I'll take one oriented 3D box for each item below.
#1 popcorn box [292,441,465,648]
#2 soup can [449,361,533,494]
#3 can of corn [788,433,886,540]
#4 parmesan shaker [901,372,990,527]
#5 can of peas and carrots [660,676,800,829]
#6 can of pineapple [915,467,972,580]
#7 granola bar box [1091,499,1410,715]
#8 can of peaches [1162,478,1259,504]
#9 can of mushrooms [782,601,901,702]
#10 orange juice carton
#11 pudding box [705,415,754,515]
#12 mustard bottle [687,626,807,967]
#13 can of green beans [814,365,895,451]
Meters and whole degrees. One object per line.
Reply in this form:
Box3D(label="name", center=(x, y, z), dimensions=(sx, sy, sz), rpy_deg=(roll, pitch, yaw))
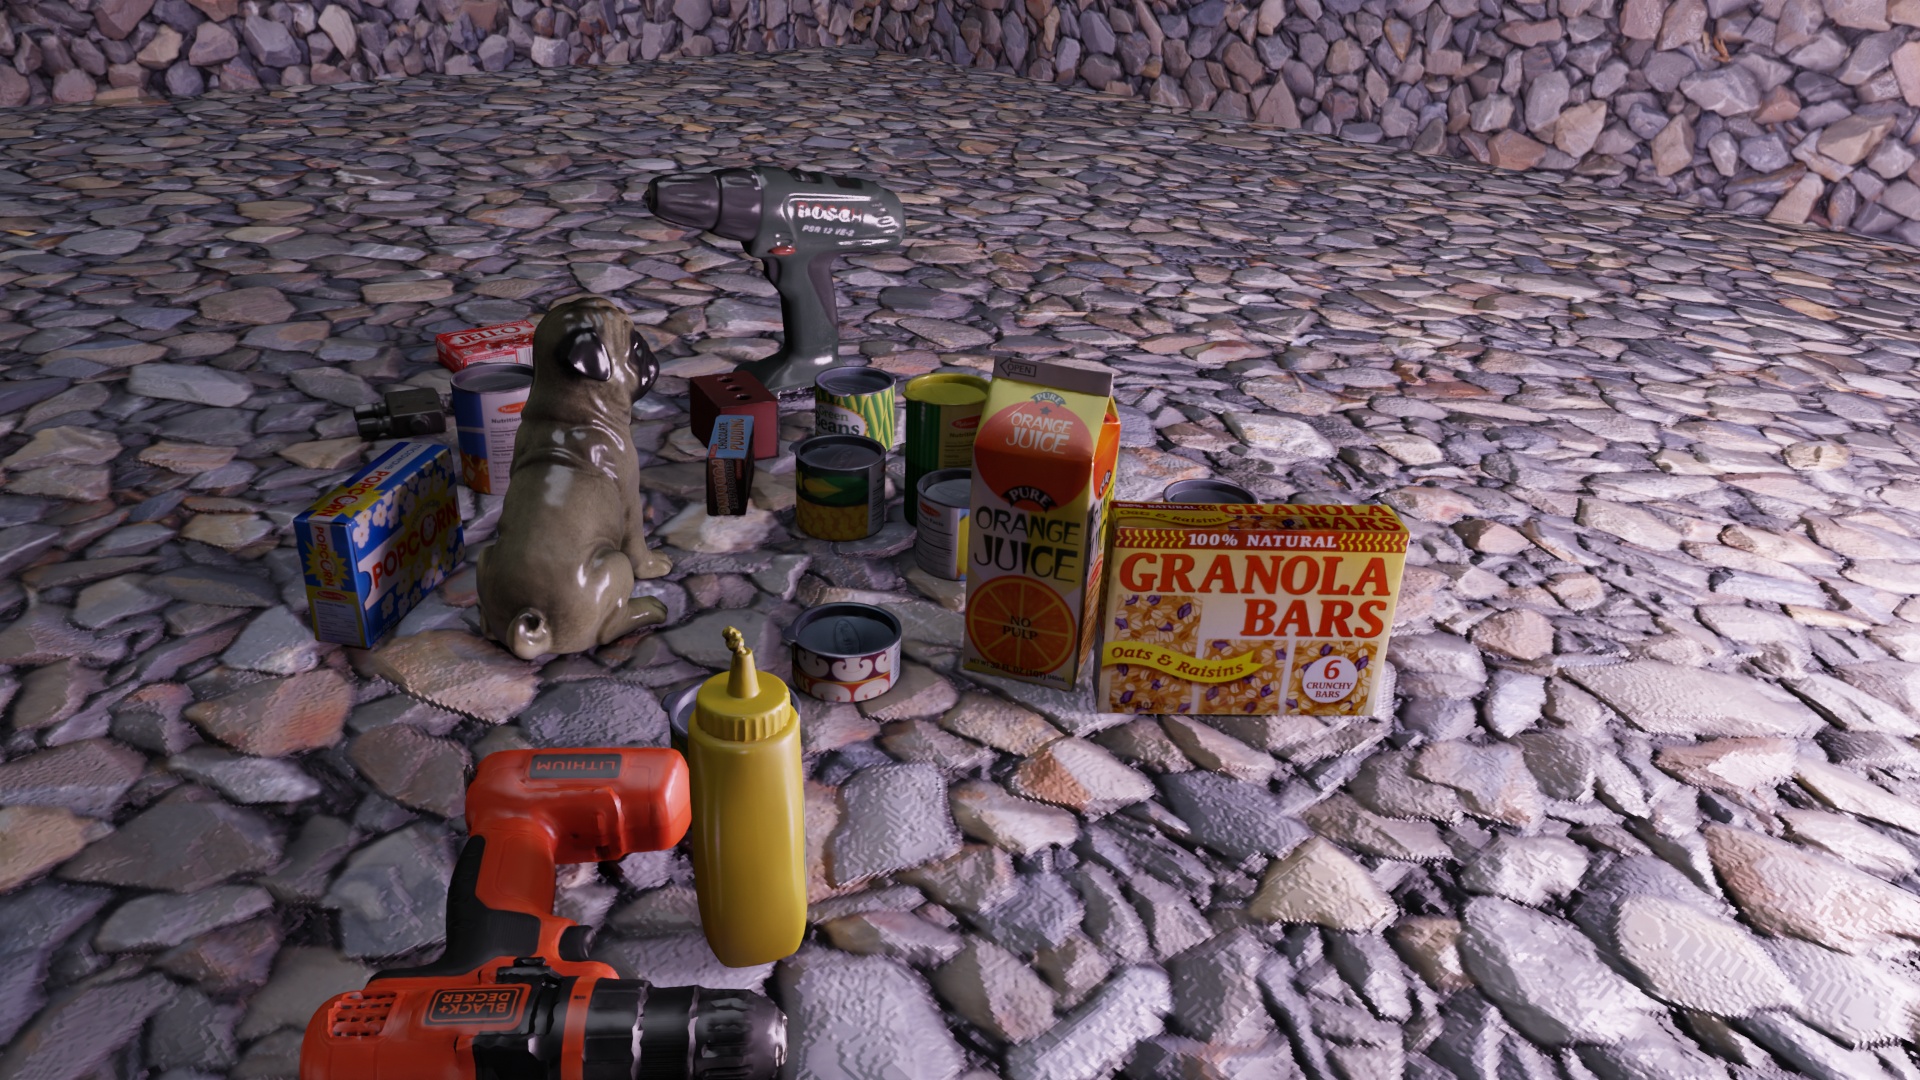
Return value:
Box3D(label="popcorn box", center=(-0.364, -0.001, 0.880), dimensions=(0.038, 0.084, 0.127), rpy_deg=(6, 27, 7))
Box3D(label="soup can", center=(-0.349, -0.086, 1.054), dimensions=(0.071, 0.083, 0.071), rpy_deg=(2, 26, -1))
Box3D(label="can of corn", center=(-0.090, -0.039, 1.014), dimensions=(0.071, 0.058, 0.071), rpy_deg=(2, 26, -1))
Box3D(label="parmesan shaker", center=(-0.011, -0.064, 1.020), dimensions=(0.071, 0.102, 0.071), rpy_deg=(2, 26, -1))
Box3D(label="can of peas and carrots", center=(-0.117, 0.110, 0.712), dimensions=(0.071, 0.058, 0.071), rpy_deg=(2, 26, -1))
Box3D(label="can of pineapple", center=(0.003, -0.012, 0.969), dimensions=(0.071, 0.057, 0.071), rpy_deg=(2, 26, -1))
Box3D(label="granola bar box", center=(0.164, 0.040, 0.806), dimensions=(0.166, 0.123, 0.039), rpy_deg=(1, 26, -3))
Box3D(label="can of peaches", center=(0.171, -0.003, 0.967), dimensions=(0.071, 0.057, 0.071), rpy_deg=(2, 26, -1))
Box3D(label="can of mushrooms", center=(-0.071, 0.066, 0.832), dimensions=(0.071, 0.033, 0.071), rpy_deg=(2, 26, -1))
Box3D(label="orange juice carton", center=(0.049, -0.015, 0.828), dimensions=(0.072, 0.191, 0.073), rpy_deg=(10, 27, 15))
Box3D(label="pudding box", center=(-0.174, -0.058, 1.053), dimensions=(0.030, 0.049, 0.084), rpy_deg=(1, 27, -4))
Box3D(label="mustard bottle", center=(-0.093, 0.108, 0.604), dimensions=(0.049, 0.159, 0.065), rpy_deg=(-6, 28, -18))
Box3D(label="can of green beans", center=(-0.088, -0.106, 1.149), dimensions=(0.071, 0.057, 0.071), rpy_deg=(2, 26, -1))
